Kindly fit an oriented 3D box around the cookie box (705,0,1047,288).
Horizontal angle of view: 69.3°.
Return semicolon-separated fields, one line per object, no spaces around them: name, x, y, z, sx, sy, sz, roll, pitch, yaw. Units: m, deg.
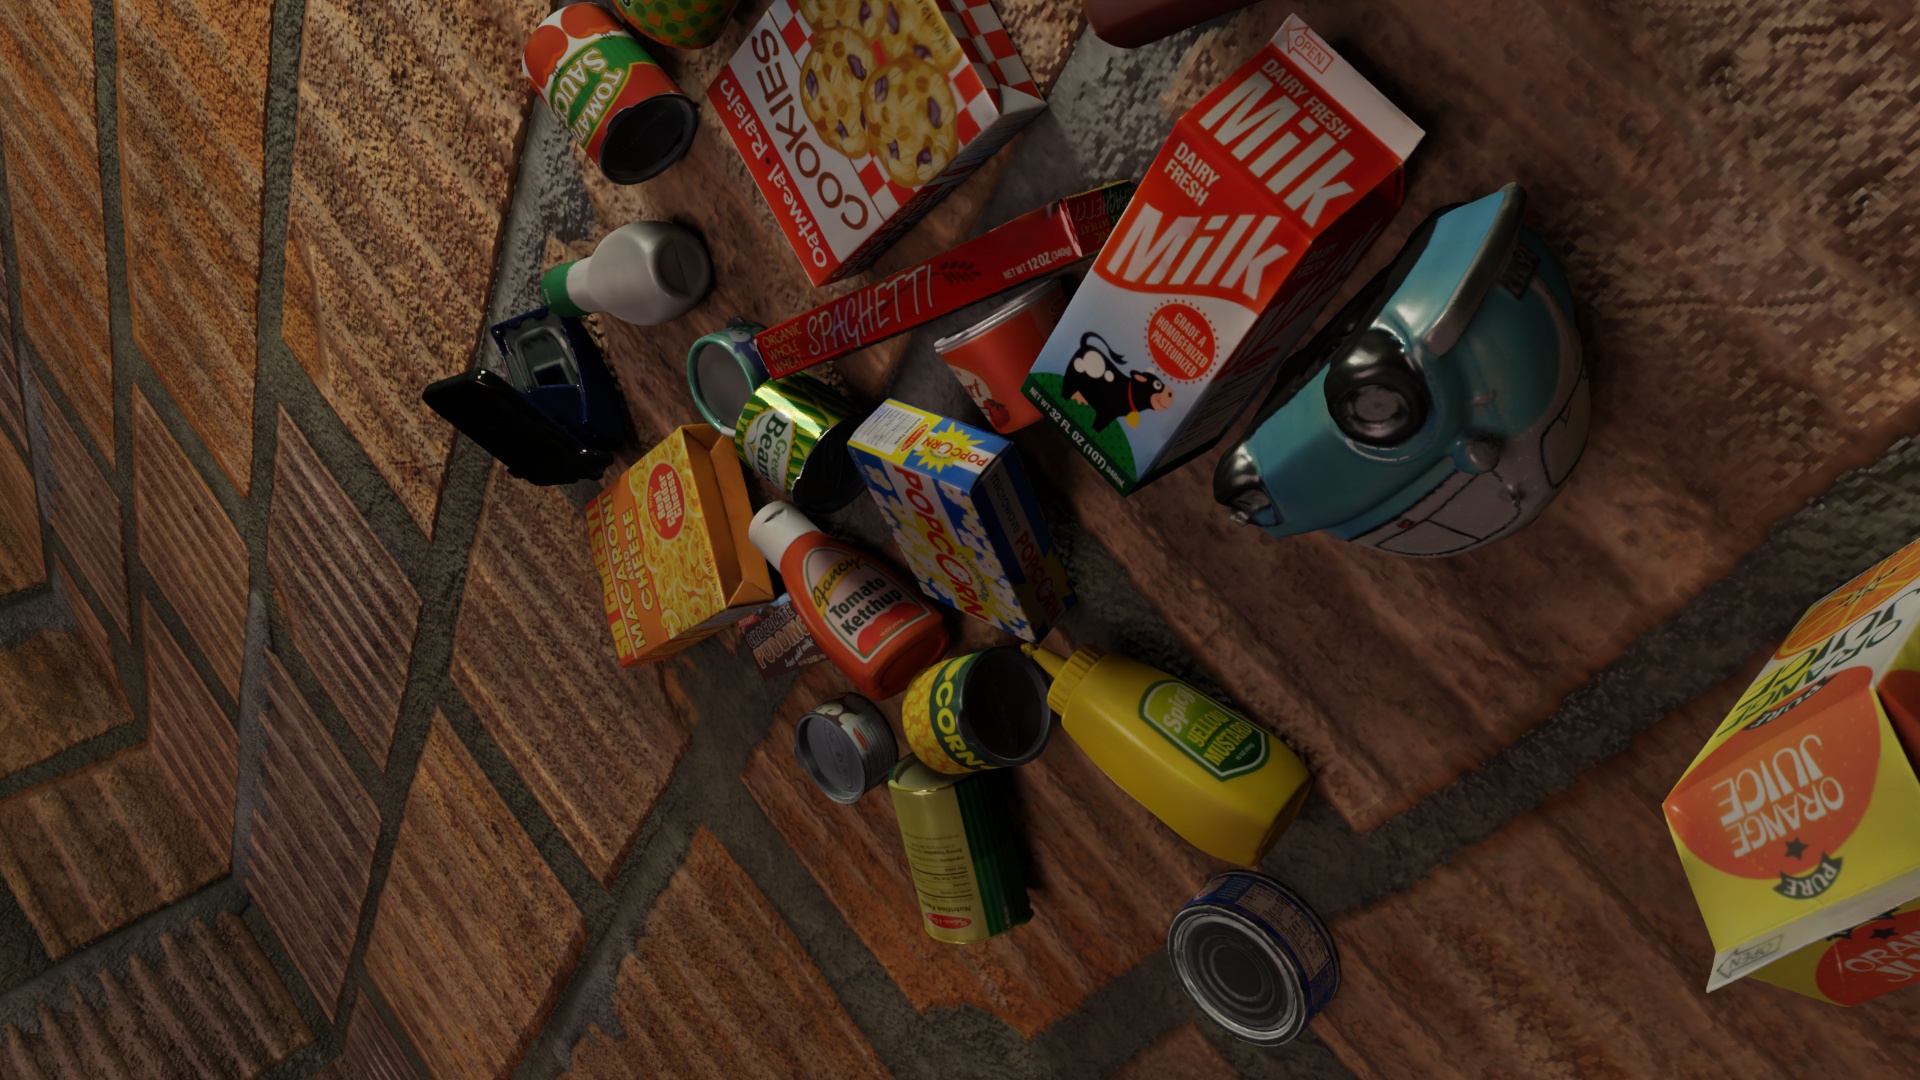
cookie box;-0.048;-0.220;0.690;0.167;0.040;0.123;-30;88;48

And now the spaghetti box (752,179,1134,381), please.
spaghetti box;-0.016;-0.126;0.700;0.249;0.050;0.028;-12;101;48

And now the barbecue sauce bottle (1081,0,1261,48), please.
barbecue sauce bottle;0.118;-0.223;0.504;0.148;0.065;0.043;-7;108;38

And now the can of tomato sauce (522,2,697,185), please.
can of tomato sauce;-0.205;-0.260;0.806;0.083;0.071;0.070;50;138;14

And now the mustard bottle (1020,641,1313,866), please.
mustard bottle;0.093;0.094;0.688;0.160;0.065;0.048;33;129;22

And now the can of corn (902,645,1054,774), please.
can of corn;0.008;0.097;0.780;0.058;0.071;0.071;-20;96;50

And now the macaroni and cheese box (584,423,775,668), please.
macaroni and cheese box;-0.196;0.007;0.941;0.166;0.040;0.124;-27;75;49

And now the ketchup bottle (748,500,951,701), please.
ketchup bottle;-0.073;0.030;0.837;0.149;0.065;0.043;41;158;34

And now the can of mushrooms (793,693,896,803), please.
can of mushrooms;-0.077;0.136;0.916;0.071;0.033;0.070;23;126;35

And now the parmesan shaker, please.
parmesan shaker;0.002;0.180;0.835;0.071;0.071;0.102;3;112;45

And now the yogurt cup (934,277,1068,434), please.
yogurt cup;0.029;-0.087;0.666;0.072;0.073;0.054;-18;105;49

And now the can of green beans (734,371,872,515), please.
can of green beans;-0.087;-0.057;0.797;0.058;0.071;0.071;35;132;28

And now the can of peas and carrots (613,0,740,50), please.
can of peas and carrots;-0.145;-0.301;0.723;0.071;0.071;0.058;56;139;7

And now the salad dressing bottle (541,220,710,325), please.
salad dressing bottle;-0.219;-0.168;0.891;0.147;0.044;0.064;3;114;46

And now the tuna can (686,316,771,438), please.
tuna can;-0.136;-0.100;0.849;0.071;0.033;0.070;23;126;36

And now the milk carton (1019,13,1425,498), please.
milk carton;0.107;-0.111;0.564;0.072;0.074;0.189;49;137;15

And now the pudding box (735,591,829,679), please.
pudding box;-0.107;0.058;0.907;0.083;0.030;0.049;-21;94;49

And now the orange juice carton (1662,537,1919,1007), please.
orange juice carton;0.272;0.063;0.398;0.073;0.193;0.071;51;139;14

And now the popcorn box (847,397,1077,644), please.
popcorn box;0.003;-0.009;0.715;0.085;0.038;0.126;22;152;36
